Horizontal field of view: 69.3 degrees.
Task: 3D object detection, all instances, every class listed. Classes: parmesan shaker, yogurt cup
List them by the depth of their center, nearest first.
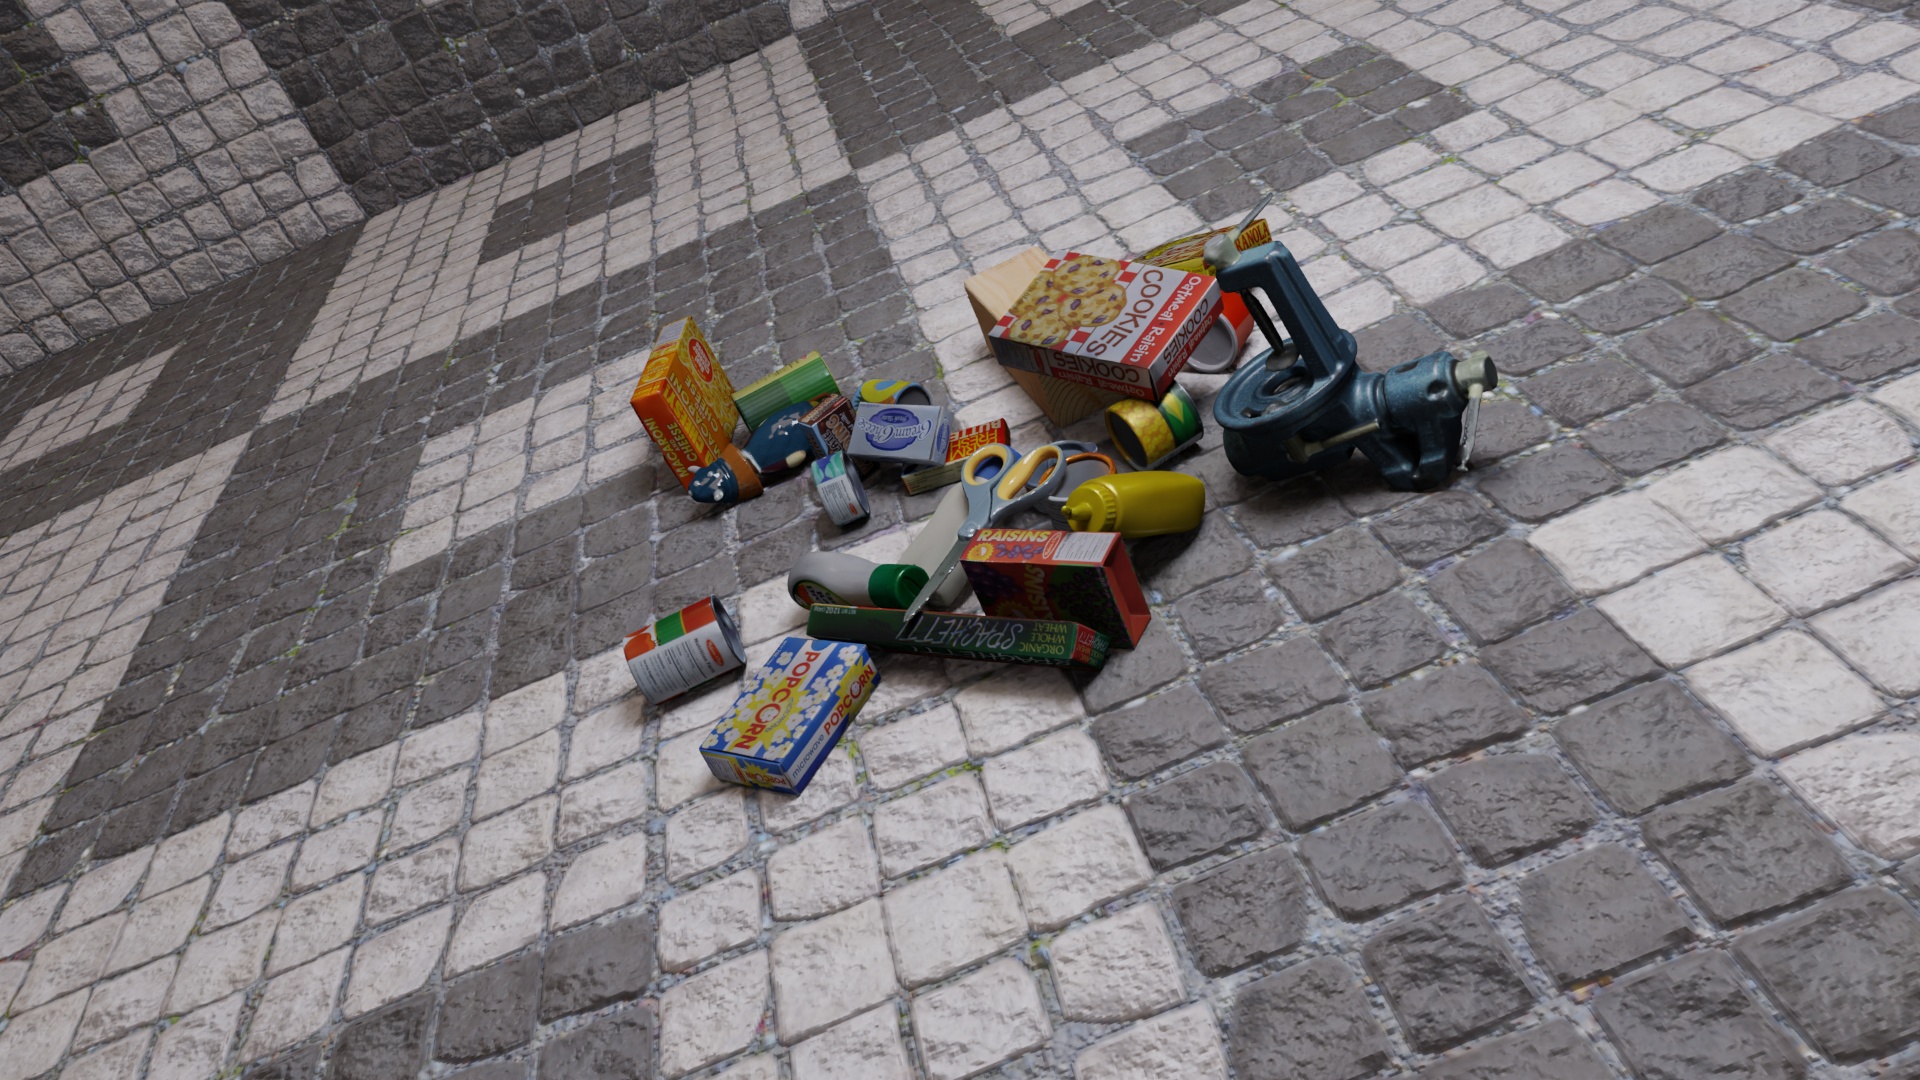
[{"bbox_3d":[0.236,-0.197,1.287,0.072,0.072,0.054,7,36,39],"label":"yogurt cup"},{"bbox_3d":[-0.184,-0.150,1.483,0.103,0.071,0.071,-30,33,-7],"label":"parmesan shaker"}]

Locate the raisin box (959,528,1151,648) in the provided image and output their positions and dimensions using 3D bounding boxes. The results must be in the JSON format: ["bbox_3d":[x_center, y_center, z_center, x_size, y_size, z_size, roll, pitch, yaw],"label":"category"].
[{"bbox_3d":[0.071,0.034,1.042,0.123,0.085,0.040,1,43,34],"label":"raisin box"}]

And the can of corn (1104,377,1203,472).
[{"bbox_3d":[0.164,-0.102,1.190,0.058,0.071,0.071,-32,34,-11],"label":"can of corn"}]

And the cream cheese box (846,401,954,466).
[{"bbox_3d":[-0.057,-0.100,1.298,0.104,0.024,0.053,7,81,36],"label":"cream cheese box"}]

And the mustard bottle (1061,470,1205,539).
[{"bbox_3d":[0.124,-0.026,1.061,0.065,0.048,0.161,9,11,42],"label":"mustard bottle"}]

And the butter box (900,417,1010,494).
[{"bbox_3d":[-0.003,-0.079,1.305,0.103,0.024,0.053,-16,34,12],"label":"butter box"}]

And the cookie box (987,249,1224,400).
[{"bbox_3d":[0.128,-0.191,1.216,0.167,0.040,0.123,18,58,34],"label":"cookie box"}]

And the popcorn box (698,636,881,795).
[{"bbox_3d":[-0.130,0.133,1.072,0.085,0.038,0.127,2,41,36],"label":"popcorn box"}]

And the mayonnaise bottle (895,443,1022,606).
[{"bbox_3d":[0.004,-0.015,1.166,0.065,0.041,0.148,12,60,47],"label":"mayonnaise bottle"}]

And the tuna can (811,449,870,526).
[{"bbox_3d":[-0.112,-0.050,1.293,0.033,0.070,0.071,-22,33,5],"label":"tuna can"}]

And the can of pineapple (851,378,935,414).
[{"bbox_3d":[-0.067,-0.125,1.370,0.058,0.070,0.071,9,45,40],"label":"can of pineapple"}]

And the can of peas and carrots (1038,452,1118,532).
[{"bbox_3d":[0.104,-0.032,1.140,0.071,0.058,0.071,-16,34,11],"label":"can of peas and carrots"}]

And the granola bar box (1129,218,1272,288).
[{"bbox_3d":[0.219,-0.268,1.364,0.124,0.039,0.166,-8,19,37],"label":"granola bar box"}]

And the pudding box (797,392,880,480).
[{"bbox_3d":[-0.117,-0.094,1.342,0.050,0.083,0.030,-39,36,-22],"label":"pudding box"}]

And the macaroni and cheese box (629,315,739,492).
[{"bbox_3d":[-0.291,-0.146,1.489,0.040,0.123,0.167,-18,33,15],"label":"macaroni and cheese box"}]

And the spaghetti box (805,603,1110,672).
[{"bbox_3d":[-0.008,0.073,1.064,0.250,0.050,0.029,2,75,34],"label":"spaghetti box"}]

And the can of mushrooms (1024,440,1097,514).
[{"bbox_3d":[0.090,-0.056,1.205,0.071,0.033,0.071,-17,33,11],"label":"can of mushrooms"}]

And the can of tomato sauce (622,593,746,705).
[{"bbox_3d":[-0.232,0.092,1.169,0.083,0.071,0.071,-25,33,-1],"label":"can of tomato sauce"}]

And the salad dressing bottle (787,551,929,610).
[{"bbox_3d":[-0.084,0.037,1.141,0.147,0.064,0.044,0,52,50],"label":"salad dressing bottle"}]
